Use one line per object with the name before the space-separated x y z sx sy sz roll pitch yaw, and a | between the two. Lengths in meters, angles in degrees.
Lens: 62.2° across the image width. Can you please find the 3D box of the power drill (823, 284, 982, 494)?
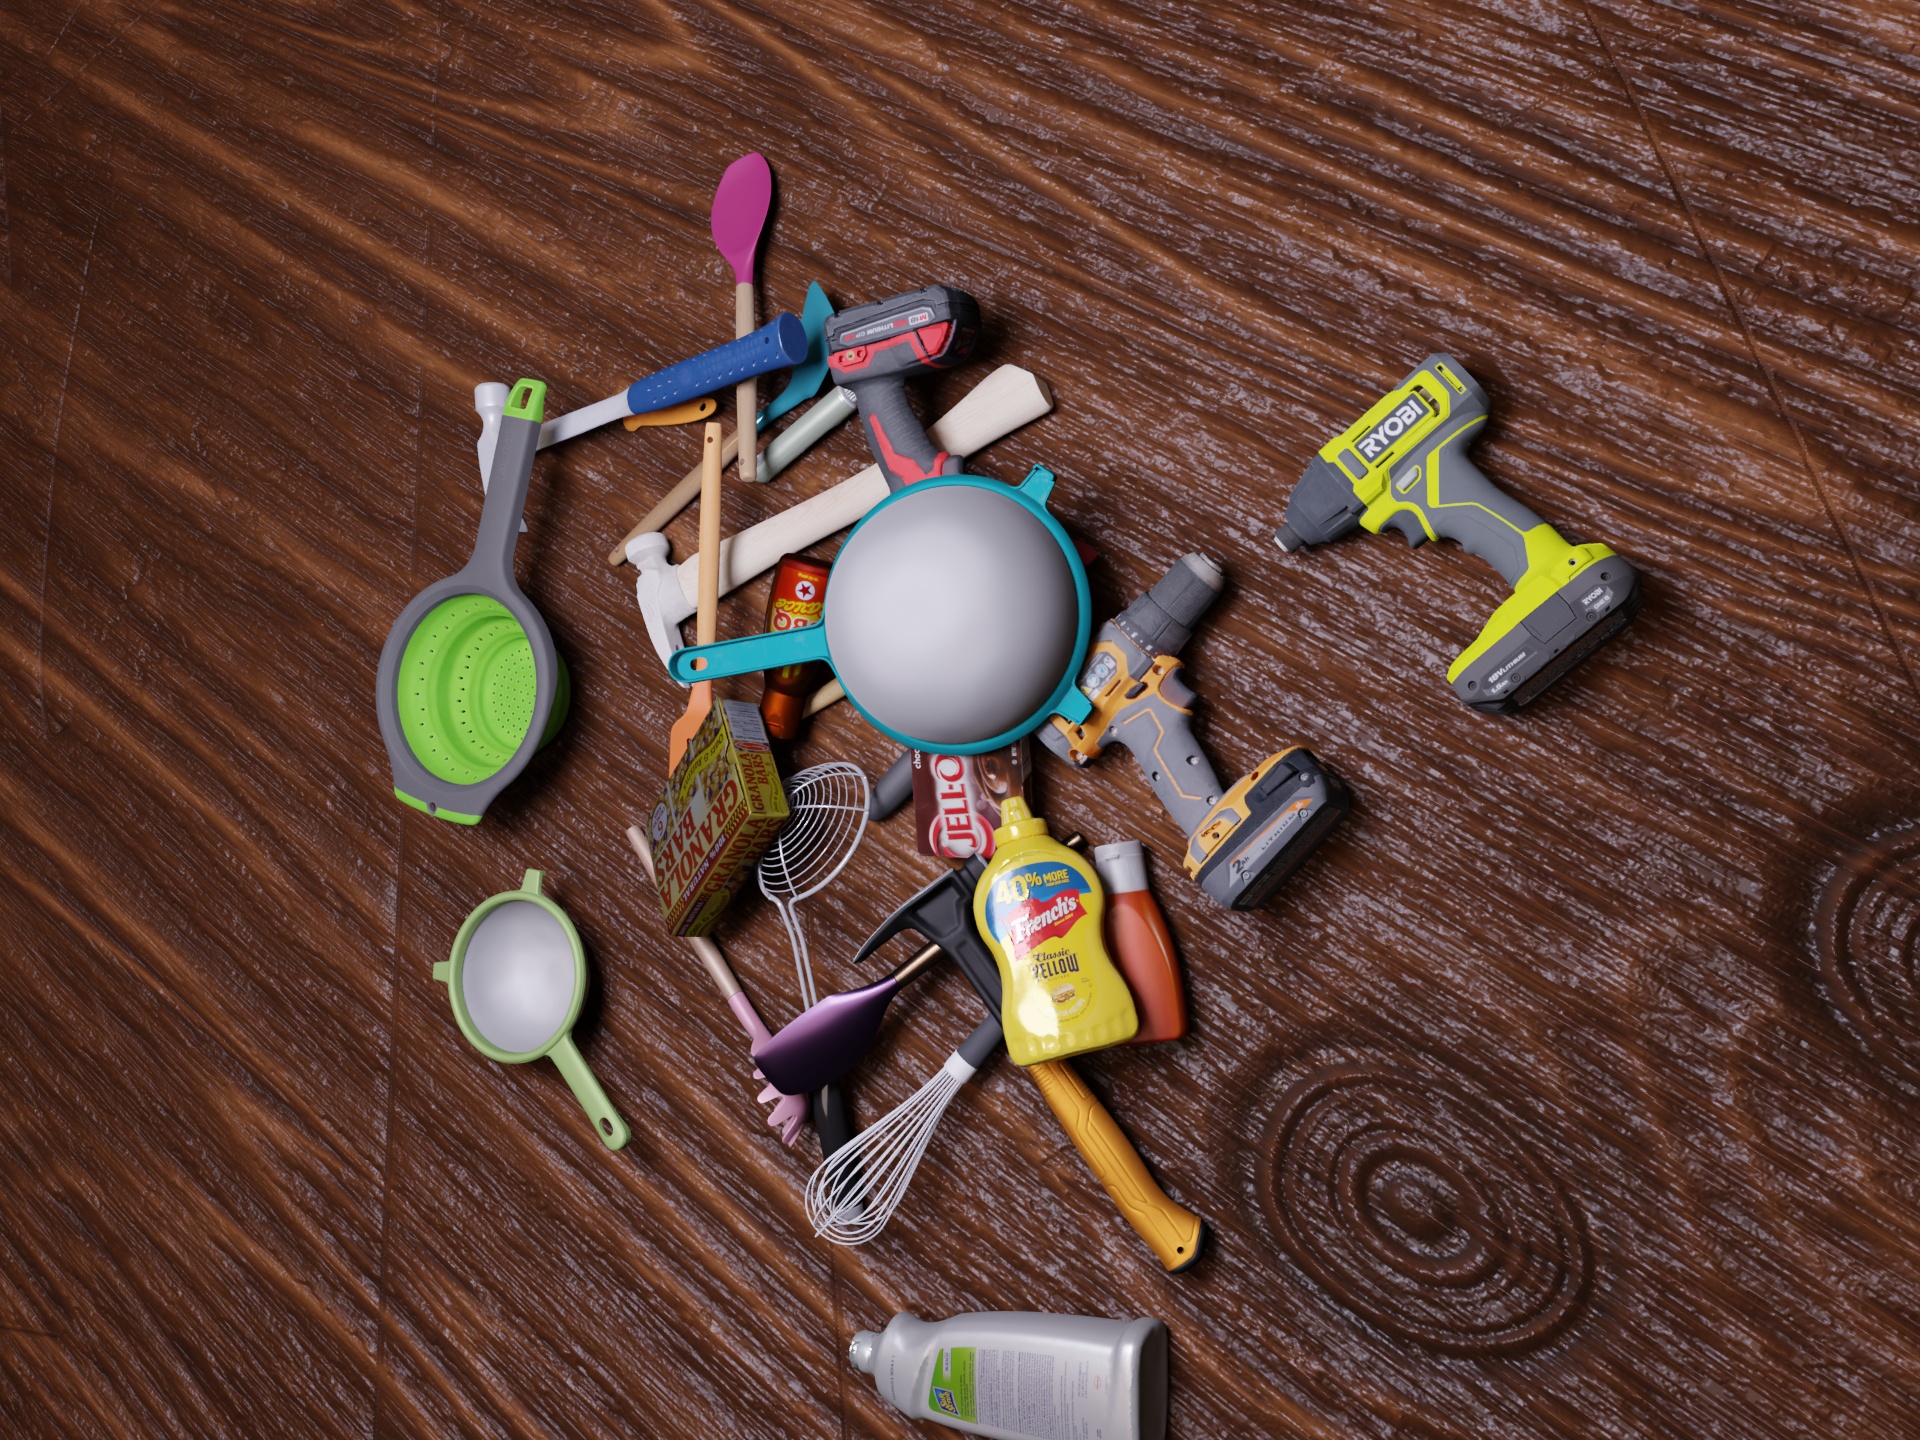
power drill | -0.021 -0.216 1.237 0.143 0.078 0.219 -10 94 21

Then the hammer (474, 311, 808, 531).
hammer | -0.292 -0.272 1.395 0.405 0.035 0.144 -10 83 37

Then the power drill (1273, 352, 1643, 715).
power drill | 0.335 -0.118 1.090 0.171 0.080 0.223 -42 66 17

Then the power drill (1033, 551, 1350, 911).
power drill | 0.178 0.003 1.158 0.185 0.084 0.226 -50 63 13

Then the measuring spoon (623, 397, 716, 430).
measuring spoon | -0.262 -0.275 1.423 0.117 0.011 0.021 -1 82 37

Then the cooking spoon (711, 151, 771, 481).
cooking spoon | -0.185 -0.351 1.370 0.069 0.017 0.319 -14 68 30

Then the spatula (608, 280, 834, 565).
spatula | -0.209 -0.243 1.387 0.317 0.044 0.082 -40 53 20

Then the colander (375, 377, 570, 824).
colander | -0.406 -0.106 1.443 0.205 0.094 0.397 15 94 27

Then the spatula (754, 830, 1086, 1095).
spatula | -0.027 0.189 1.243 0.316 0.018 0.059 -39 98 6

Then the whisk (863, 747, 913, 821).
whisk | -0.003 -0.005 1.267 0.239 0.055 0.055 -49 68 20

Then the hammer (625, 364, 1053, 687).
hammer | -0.101 -0.169 1.332 0.410 0.038 0.146 -26 77 22

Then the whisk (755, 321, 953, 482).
whisk | -0.088 -0.276 1.331 0.246 0.059 0.058 -35 35 24

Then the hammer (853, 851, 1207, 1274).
hammer | 0.062 0.268 1.185 0.127 0.034 0.337 -37 80 -1

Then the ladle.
ladle | -0.026 -0.069 1.282 0.315 0.069 0.031 -29 102 28

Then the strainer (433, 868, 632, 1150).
strainer | -0.348 0.266 1.403 0.151 0.069 0.256 -44 70 15

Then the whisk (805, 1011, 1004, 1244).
whisk | -0.020 0.293 1.235 0.070 0.070 0.284 41 93 23

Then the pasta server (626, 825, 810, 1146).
pasta server | -0.212 0.218 1.356 0.040 0.060 0.316 -34 67 -7

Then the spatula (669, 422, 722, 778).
spatula | -0.210 -0.087 1.342 0.081 0.041 0.322 5 97 14

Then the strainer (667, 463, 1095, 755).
strainer | -0.077 -0.068 1.175 0.340 0.095 0.211 -10 88 16

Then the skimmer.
skimmer | -0.100 0.219 1.302 0.127 0.090 0.363 -8 93 45
